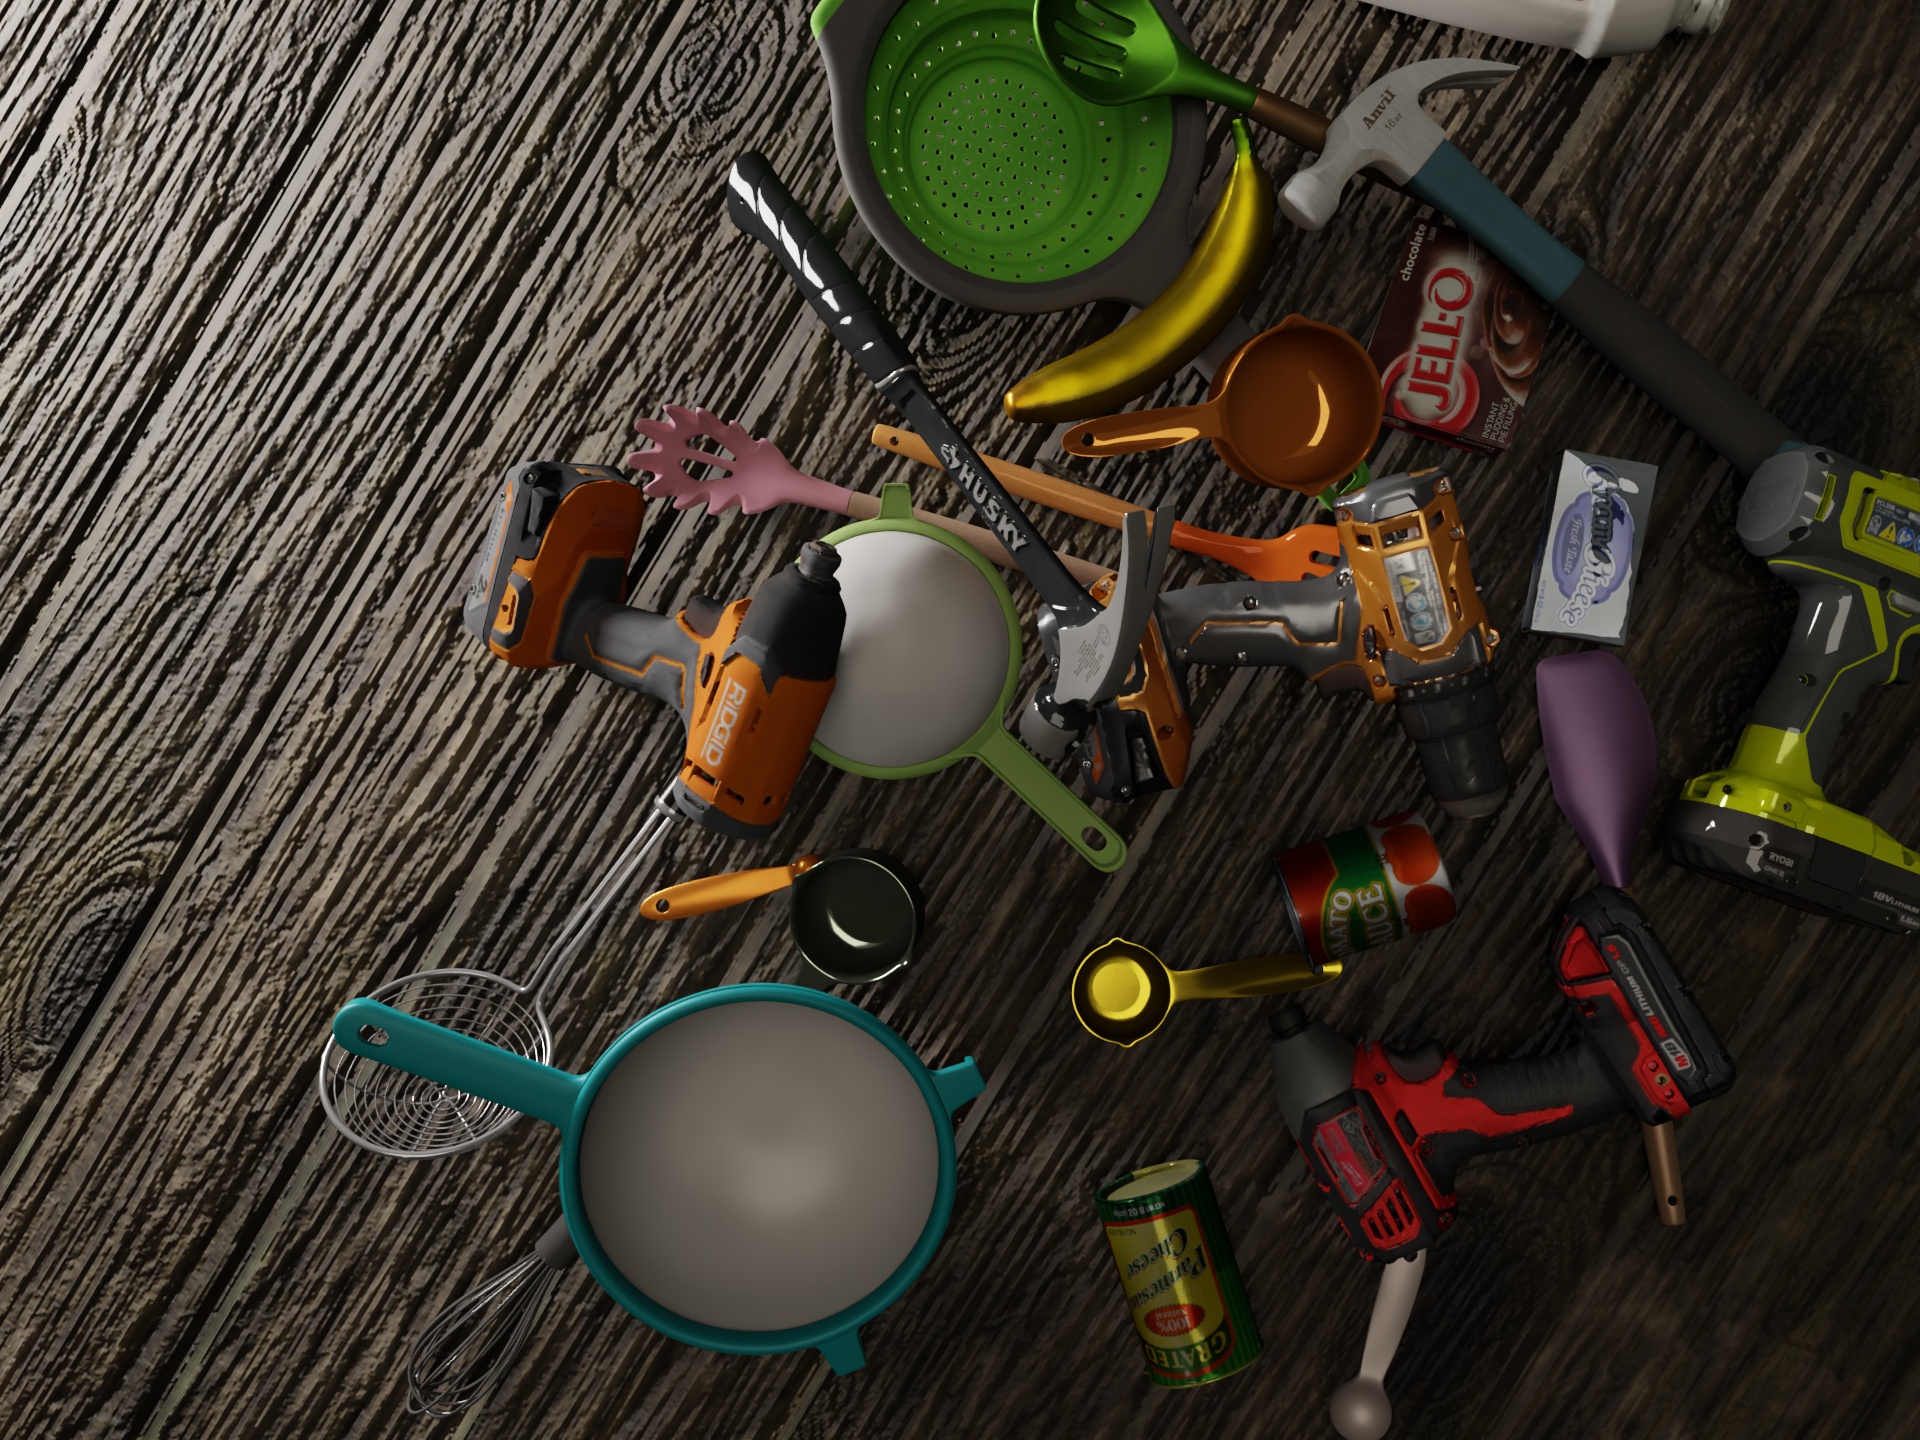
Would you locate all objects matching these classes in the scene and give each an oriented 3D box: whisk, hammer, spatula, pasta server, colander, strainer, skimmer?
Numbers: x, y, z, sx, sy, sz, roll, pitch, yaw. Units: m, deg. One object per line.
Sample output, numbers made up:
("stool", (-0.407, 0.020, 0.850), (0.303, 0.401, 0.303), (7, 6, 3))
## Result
("whisk", (-0.241, 0.314, 0.933), (0.055, 0.055, 0.239), (42, 89, 7))
("hammer", (-0.024, -0.177, 0.860), (0.409, 0.036, 0.149), (56, 140, 26))
("spatula", (0.097, -0.115, 0.910), (0.322, 0.041, 0.081), (20, 107, 9))
("pasta server", (-0.040, -0.118, 0.930), (0.316, 0.040, 0.060), (18, 102, 6))
("colander", (0.084, -0.270, 0.905), (0.204, 0.094, 0.397), (-45, 101, -2))
("spatula", (0.369, 0.117, 0.877), (0.060, 0.018, 0.316), (-8, 86, 8))
("strainer", (-0.001, -0.003, 0.890), (0.256, 0.069, 0.151), (43, 93, -1))
("hammer", (0.334, -0.225, 0.852), (0.331, 0.033, 0.128), (38, 90, -6))
("strainer", (-0.169, 0.211, 0.880), (0.340, 0.095, 0.211), (22, 98, -7))
("skimmer", (-0.219, 0.093, 0.914), (0.127, 0.090, 0.363), (38, 90, 28))

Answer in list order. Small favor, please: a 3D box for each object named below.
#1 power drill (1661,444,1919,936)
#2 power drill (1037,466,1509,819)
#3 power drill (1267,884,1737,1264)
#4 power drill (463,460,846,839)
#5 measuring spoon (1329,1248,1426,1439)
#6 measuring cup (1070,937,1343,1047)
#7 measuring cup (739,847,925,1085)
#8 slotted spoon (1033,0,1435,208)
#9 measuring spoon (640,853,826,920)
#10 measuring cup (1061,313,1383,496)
("power drill", (0.481, -0.010, 0.833), (0.190, 0.080, 0.228), (19, 89, -8))
("power drill", (0.174, -0.018, 0.856), (0.226, 0.084, 0.185), (-15, 98, 17))
("power drill", (0.278, 0.182, 0.850), (0.219, 0.078, 0.143), (-31, 81, 14))
("power drill", (-0.161, -0.060, 0.876), (0.227, 0.084, 0.164), (34, 112, 25))
("measuring spoon", (0.236, 0.343, 0.884), (0.034, 0.018, 0.124), (17, 89, 8))
("measuring cup", (0.139, 0.148, 0.907), (0.156, 0.029, 0.062), (-6, 87, -5))
("measuring cup", (-0.081, 0.146, 0.930), (0.083, 0.038, 0.167), (35, 109, 6))
("slotted spoon", (0.177, -0.321, 0.857), (0.313, 0.031, 0.070), (17, 89, -18))
("measuring spoon", (-0.136, 0.100, 0.945), (0.117, 0.011, 0.021), (-14, 86, 6))
("measuring cup", (0.135, -0.161, 0.852), (0.173, 0.052, 0.095), (-10, 99, -5))
